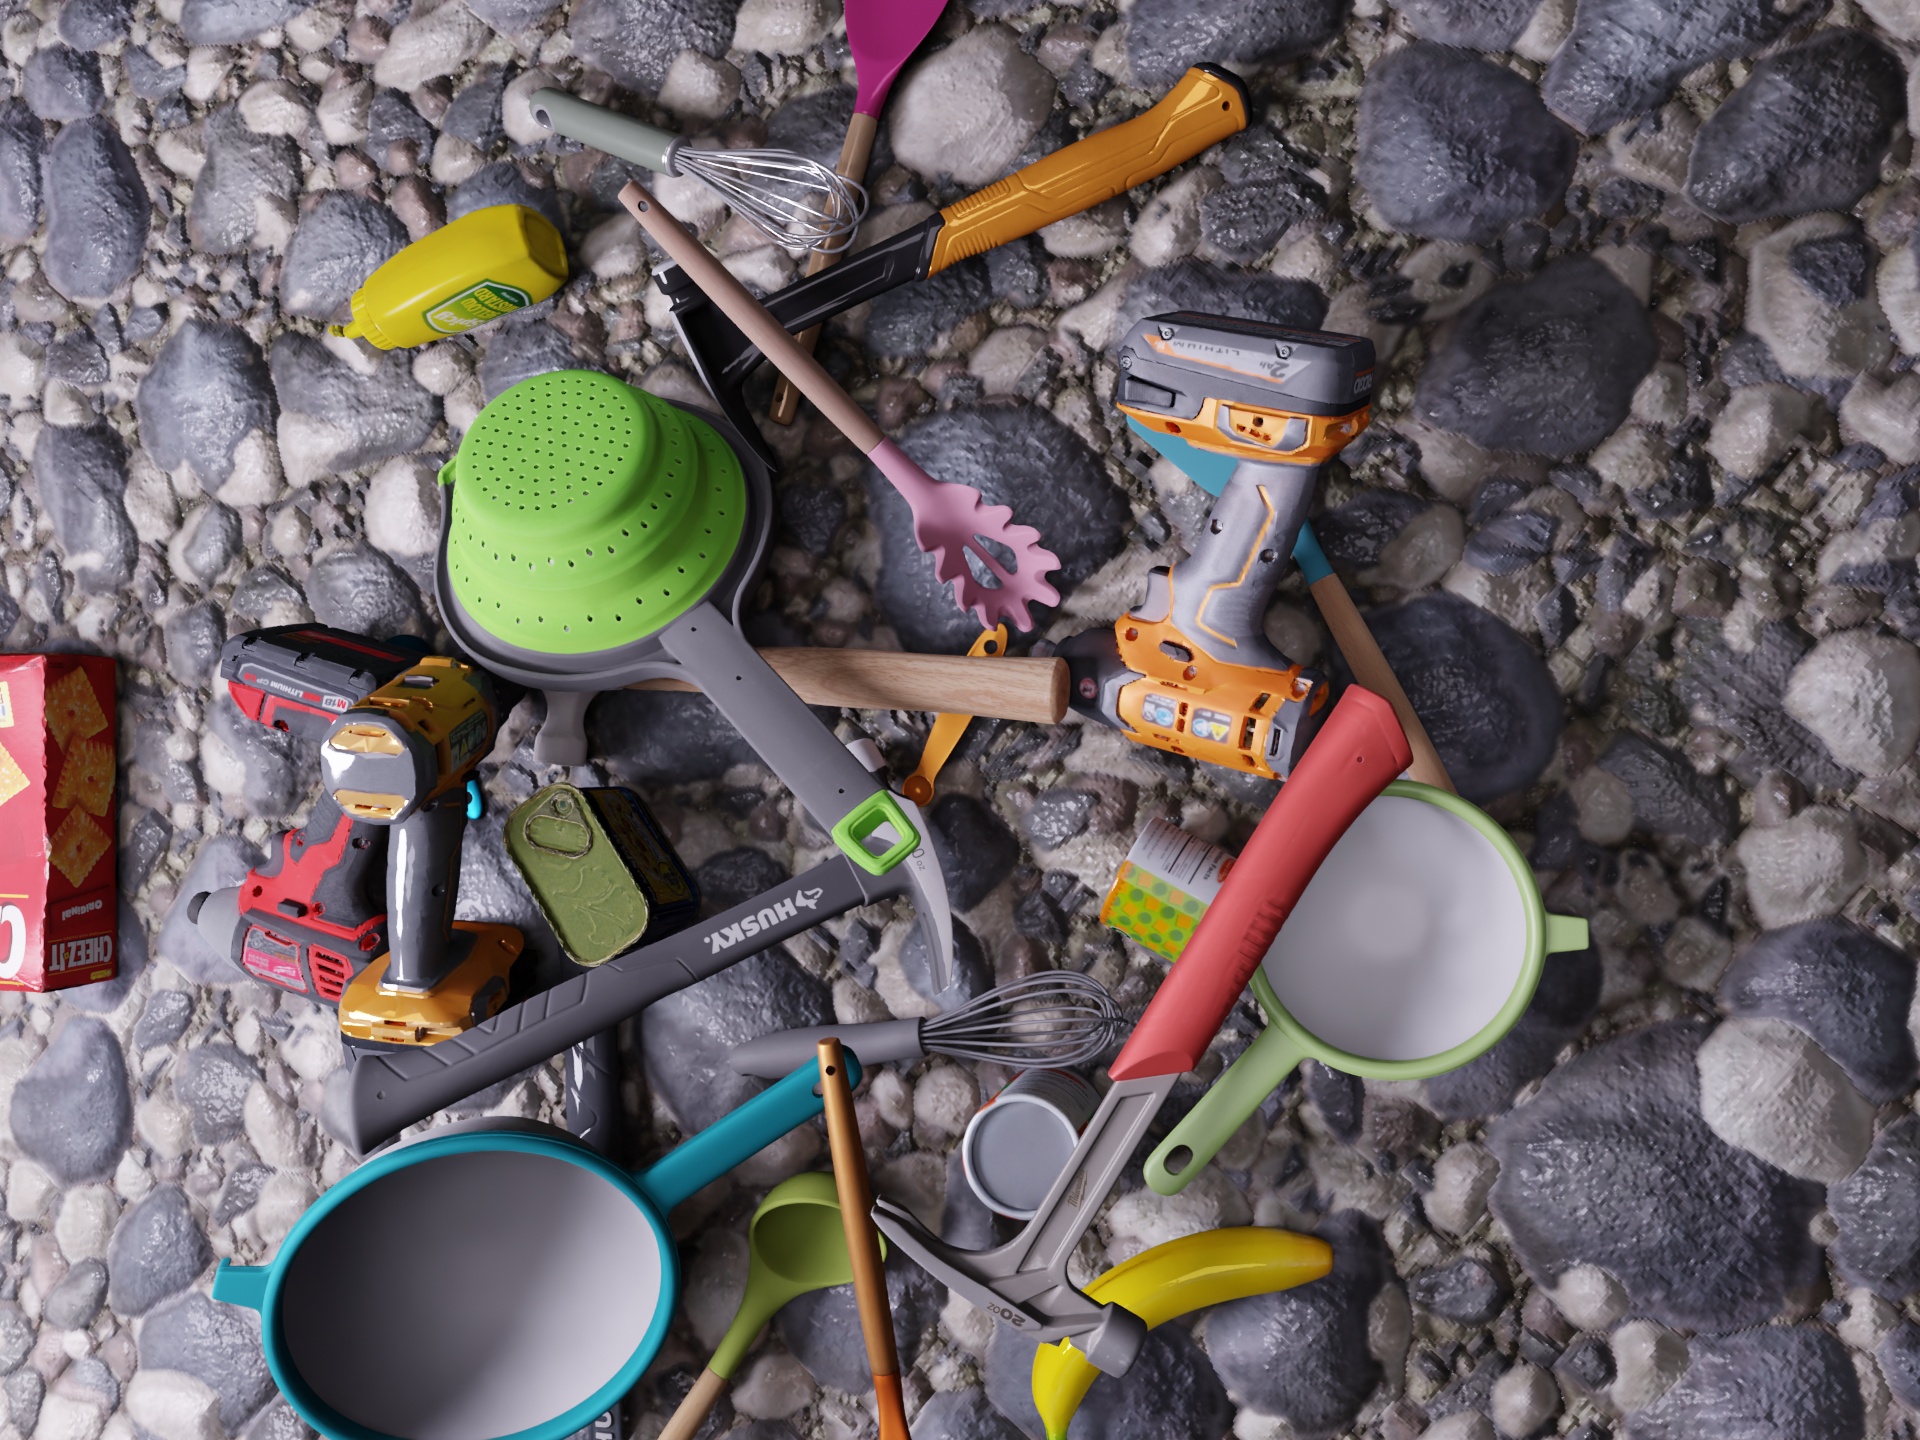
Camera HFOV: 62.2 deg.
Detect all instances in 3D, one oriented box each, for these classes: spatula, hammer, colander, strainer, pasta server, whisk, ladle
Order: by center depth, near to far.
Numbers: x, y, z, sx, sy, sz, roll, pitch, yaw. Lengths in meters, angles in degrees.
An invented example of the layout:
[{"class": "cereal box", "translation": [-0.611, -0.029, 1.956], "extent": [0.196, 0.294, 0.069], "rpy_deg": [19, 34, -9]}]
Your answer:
[{"class": "hammer", "translation": [0.106, 0.138, 0.790], "extent": [0.149, 0.036, 0.359], "rpy_deg": [31, 92, 4]}, {"class": "strainer", "translation": [0.188, 0.146, 0.831], "extent": [0.151, 0.069, 0.256], "rpy_deg": [42, 97, 13]}, {"class": "hammer", "translation": [-0.158, 0.138, 0.840], "extent": [0.335, 0.035, 0.146], "rpy_deg": [-24, 78, -20]}, {"class": "colander", "translation": [-0.159, -0.073, 0.845], "extent": [0.204, 0.094, 0.397], "rpy_deg": [-39, 63, -12]}, {"class": "spatula", "translation": [0.201, -0.051, 0.849], "extent": [0.082, 0.044, 0.317], "rpy_deg": [-31, 83, 28]}, {"class": "pasta server", "translation": [-0.064, -0.168, 0.859], "extent": [0.060, 0.040, 0.316], "rpy_deg": [-44, 106, 4]}, {"class": "spatula", "translation": [-0.044, 0.325, 0.865], "extent": [0.081, 0.041, 0.322], "rpy_deg": [-8, 97, 5]}, {"class": "strainer", "translation": [-0.211, 0.260, 0.877], "extent": [0.340, 0.095, 0.210], "rpy_deg": [-32, 116, -5]}, {"class": "hammer", "translation": [0.007, -0.264, 0.879], "extent": [0.337, 0.034, 0.127], "rpy_deg": [-26, 112, 1]}, {"class": "ladle", "translation": [-0.147, 0.391, 0.885], "extent": [0.078, 0.062, 0.320], "rpy_deg": [35, 85, -17]}, {"class": "whisk", "translation": [-0.023, 0.179, 0.895], "extent": [0.239, 0.055, 0.055], "rpy_deg": [-11, 86, 17]}, {"class": "hammer", "translation": [-0.097, -0.029, 0.900], "extent": [0.331, 0.031, 0.130], "rpy_deg": [4, 85, 23]}, {"class": "whisk", "translation": [-0.159, -0.330, 0.935], "extent": [0.246, 0.057, 0.059], "rpy_deg": [27, 61, 21]}, {"class": "hammer", "translation": [-0.217, 0.332, 0.943], "extent": [0.149, 0.036, 0.409], "rpy_deg": [-4, 87, 14]}]

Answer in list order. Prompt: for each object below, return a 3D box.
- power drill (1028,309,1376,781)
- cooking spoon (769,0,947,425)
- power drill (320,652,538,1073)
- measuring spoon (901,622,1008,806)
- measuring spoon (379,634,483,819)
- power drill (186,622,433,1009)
[{"class": "power drill", "translation": [0.120, -0.091, 0.824], "extent": [0.164, 0.084, 0.226], "rpy_deg": [15, 113, 23]}, {"class": "cooking spoon", "translation": [-0.063, -0.328, 0.932], "extent": [0.069, 0.017, 0.319], "rpy_deg": [17, 92, 20]}, {"class": "power drill", "translation": [-0.294, 0.072, 0.914], "extent": [0.084, 0.185, 0.226], "rpy_deg": [5, 109, 5]}, {"class": "measuring spoon", "translation": [-0.001, -0.003, 0.914], "extent": [0.021, 0.011, 0.117], "rpy_deg": [27, 91, 17]}, {"class": "measuring spoon", "translation": [-0.330, 0.005, 0.984], "extent": [0.042, 0.021, 0.129], "rpy_deg": [-30, 82, 11]}, {"class": "power drill", "translation": [-0.394, 0.059, 0.963], "extent": [0.143, 0.078, 0.219], "rpy_deg": [16, 103, 13]}]
